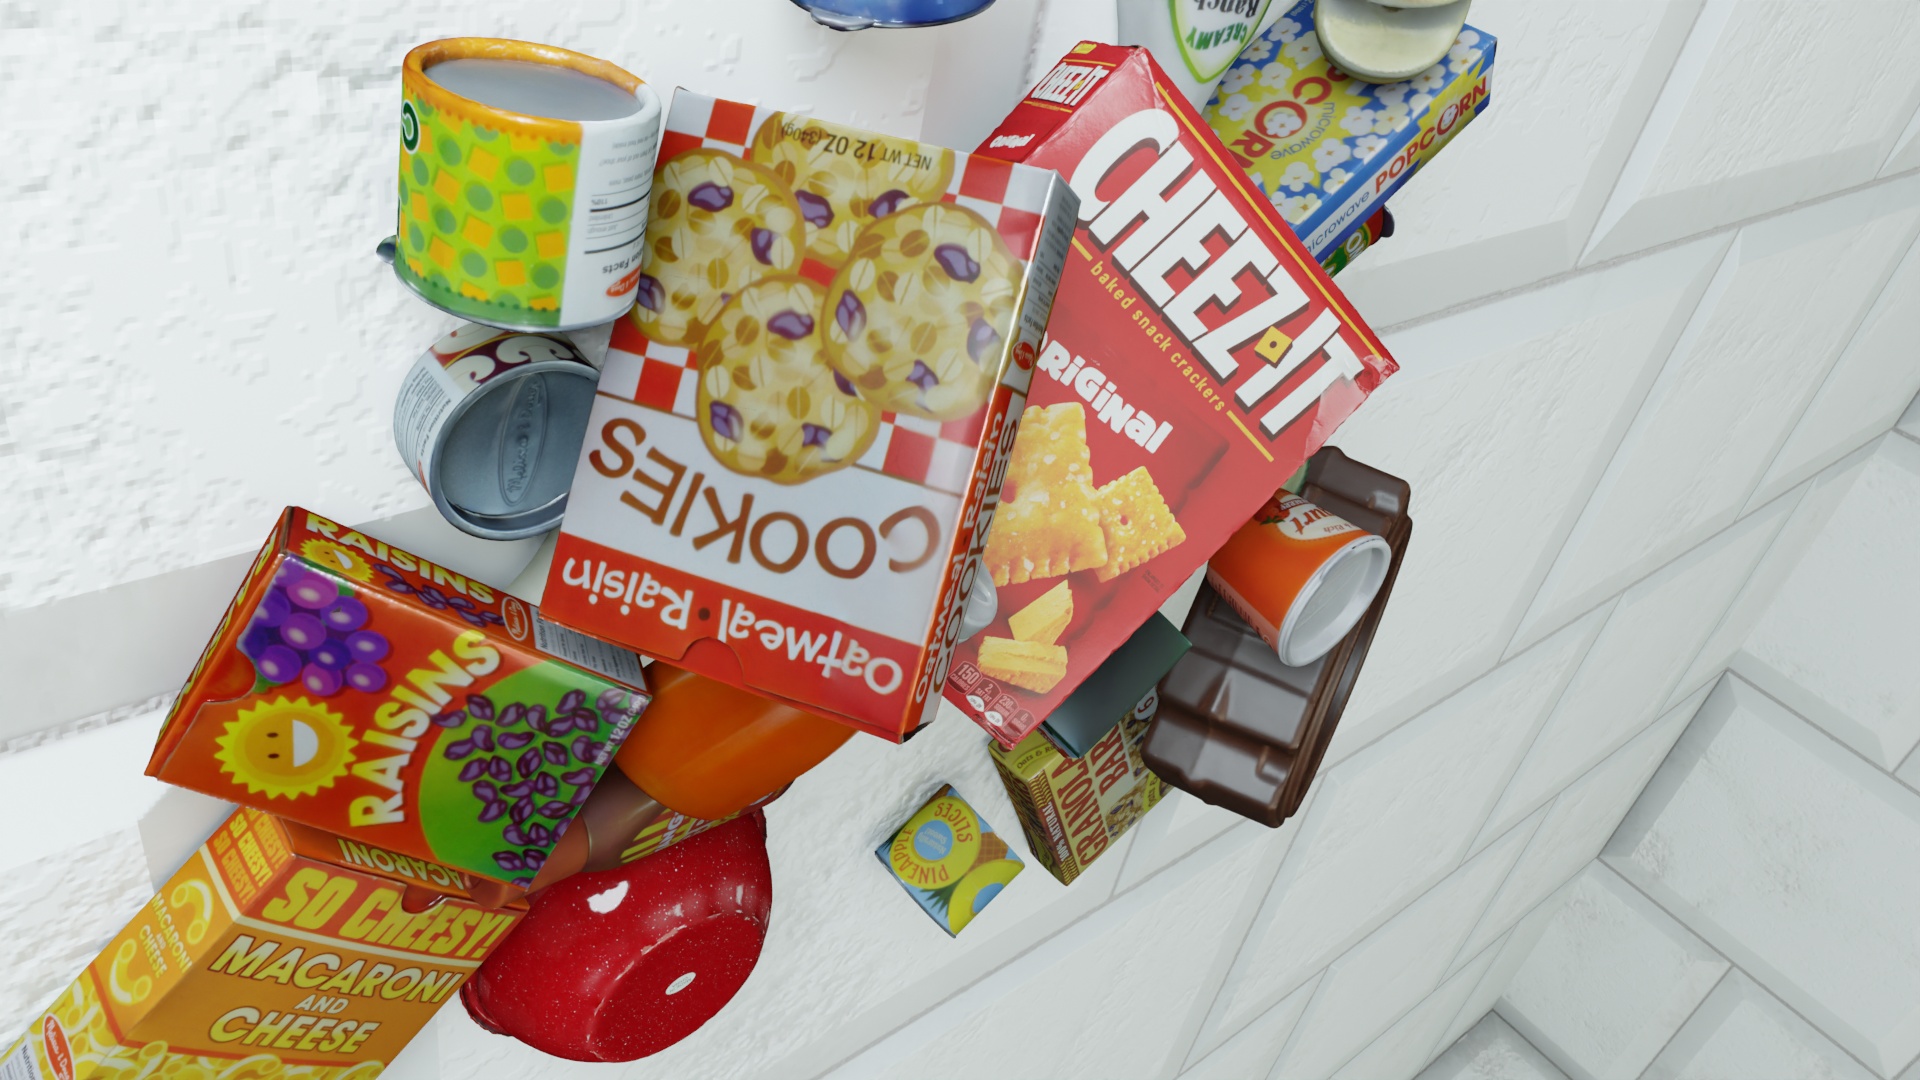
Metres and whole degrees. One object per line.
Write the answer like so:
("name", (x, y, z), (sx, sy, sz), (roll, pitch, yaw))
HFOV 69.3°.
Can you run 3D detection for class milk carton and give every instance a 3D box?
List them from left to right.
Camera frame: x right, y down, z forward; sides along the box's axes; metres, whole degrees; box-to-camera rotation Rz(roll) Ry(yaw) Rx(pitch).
("milk carton", (0.054, 0.059, 0.690), (0.072, 0.073, 0.190), (-45, 173, -4))

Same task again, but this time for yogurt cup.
("yogurt cup", (0.146, 0.013, 0.609), (0.073, 0.054, 0.072), (-30, 143, -26))

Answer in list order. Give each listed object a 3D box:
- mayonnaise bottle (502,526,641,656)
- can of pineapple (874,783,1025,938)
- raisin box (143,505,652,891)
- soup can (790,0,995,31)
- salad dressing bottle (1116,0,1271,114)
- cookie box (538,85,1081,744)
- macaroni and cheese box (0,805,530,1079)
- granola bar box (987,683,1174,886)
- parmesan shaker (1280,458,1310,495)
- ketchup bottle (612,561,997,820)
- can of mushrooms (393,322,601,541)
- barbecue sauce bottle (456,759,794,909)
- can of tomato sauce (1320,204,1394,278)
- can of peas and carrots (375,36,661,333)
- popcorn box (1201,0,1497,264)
("mayonnaise bottle", (-0.146, 0.035, 0.504), (0.148, 0.041, 0.064), (-48, 144, 2))
("can of pineapple", (-0.006, 0.179, 0.784), (0.058, 0.071, 0.070), (-44, 146, -8))
("raisin box", (-0.176, 0.054, 0.447), (0.123, 0.040, 0.086), (28, 103, -30))
("soup can", (-0.020, -0.195, 0.388), (0.071, 0.071, 0.083), (-27, 140, -29))
("salad dressing bottle", (0.083, -0.190, 0.533), (0.064, 0.044, 0.146), (-8, 130, -34))
("cookie box", (-0.047, -0.039, 0.418), (0.040, 0.123, 0.167), (5, 102, -75))
("macaroni and cheese box", (-0.261, 0.177, 0.514), (0.166, 0.040, 0.123), (-47, 147, -2))
("granola bar box", (0.087, 0.134, 0.869), (0.124, 0.039, 0.164), (-40, 146, -15))
("parmesan shaker", (0.101, -0.044, 0.647), (0.071, 0.103, 0.071), (-30, 143, -26))
("ketchup bottle", (-0.054, 0.046, 0.479), (0.148, 0.044, 0.064), (-32, 121, 28))
("can of mushrooms", (-0.141, -0.036, 0.443), (0.071, 0.033, 0.070), (-29, 141, -27))
("barbecue sauce bottle", (-0.132, 0.105, 0.570), (0.149, 0.044, 0.064), (-16, 145, -49))
("can of tomato sauce", (0.141, -0.135, 0.631), (0.083, 0.071, 0.071), (-40, 146, -11))
("can of peas and carrots", (-0.120, -0.098, 0.378), (0.071, 0.071, 0.058), (-14, 133, -40))
("popcorn box", (0.149, -0.176, 0.586), (0.127, 0.085, 0.038), (-43, 147, -9))
